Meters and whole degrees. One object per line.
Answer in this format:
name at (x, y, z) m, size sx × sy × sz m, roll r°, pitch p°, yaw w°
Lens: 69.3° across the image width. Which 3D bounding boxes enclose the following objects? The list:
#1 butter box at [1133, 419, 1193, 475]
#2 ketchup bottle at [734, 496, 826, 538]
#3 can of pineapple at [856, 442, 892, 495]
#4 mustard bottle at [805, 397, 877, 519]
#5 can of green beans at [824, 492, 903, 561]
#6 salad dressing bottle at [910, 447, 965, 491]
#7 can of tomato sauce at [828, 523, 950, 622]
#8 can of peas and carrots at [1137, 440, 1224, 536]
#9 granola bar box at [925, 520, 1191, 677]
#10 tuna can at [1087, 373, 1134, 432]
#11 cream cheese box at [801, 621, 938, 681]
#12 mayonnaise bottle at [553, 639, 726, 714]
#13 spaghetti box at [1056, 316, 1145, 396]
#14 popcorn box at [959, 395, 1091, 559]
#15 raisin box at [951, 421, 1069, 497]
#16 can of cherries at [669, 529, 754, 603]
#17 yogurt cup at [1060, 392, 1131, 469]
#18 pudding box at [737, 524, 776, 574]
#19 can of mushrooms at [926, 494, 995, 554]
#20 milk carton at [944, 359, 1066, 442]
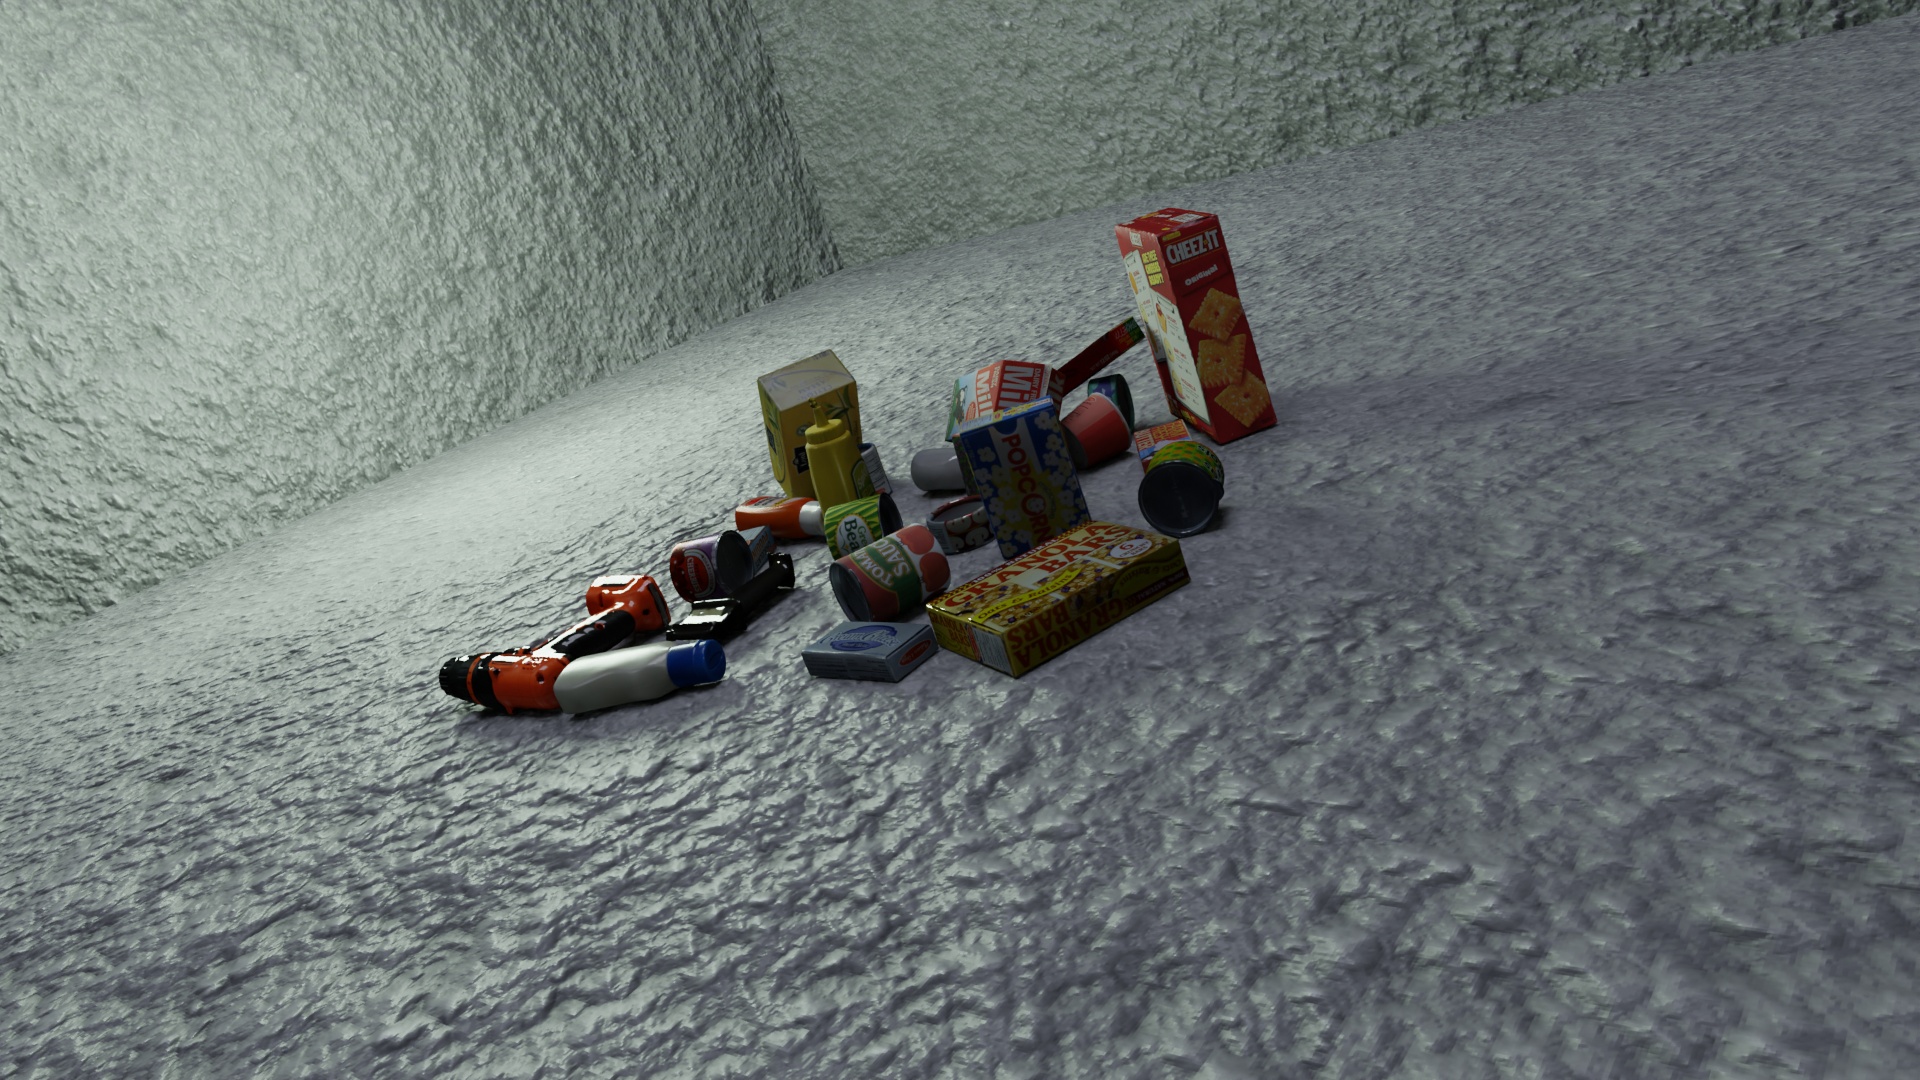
butter box at (0.198, -0.088, 1.342) m, size 0.053 × 0.024 × 0.104 m, roll -16°, pitch 18°, yaw 7°
ketchup bottle at (-0.182, -0.025, 1.514) m, size 0.065 × 0.043 × 0.148 m, roll -19°, pitch 15°, yaw -39°
can of pineapple at (-0.119, -0.072, 1.566) m, size 0.071 × 0.057 × 0.071 m, roll -18°, pitch 17°, yaw 6°
mustard bottle at (-0.122, -0.069, 1.392) m, size 0.049 × 0.159 × 0.065 m, roll -11°, pitch 20°, yaw 20°
can of green beans at (-0.091, -0.007, 1.332) m, size 0.058 × 0.071 × 0.071 m, roll -15°, pitch 18°, yaw 15°
salad dressing bottle at (0.014, -0.077, 1.472) m, size 0.147 × 0.044 × 0.064 m, roll 0°, pitch 20°, yaw 42°
can of tomato sauce at (-0.060, 0.029, 1.183) m, size 0.083 × 0.071 × 0.071 m, roll -27°, pitch 19°, yaw -25°
can of peas and carrots at (0.187, -0.045, 1.156) m, size 0.071 × 0.070 × 0.059 m, roll -13°, pitch 18°, yaw 20°
granola bar box at (0.073, 0.039, 1.067) m, size 0.166 × 0.039 × 0.124 m, roll -26°, pitch 19°, yaw -23°
tuna can at (0.161, -0.145, 1.479) m, size 0.033 × 0.071 × 0.071 m, roll -11°, pitch 19°, yaw 22°
cream cheese box at (-0.073, 0.087, 1.099) m, size 0.103 × 0.024 × 0.053 m, roll -2°, pitch 24°, yaw 44°
mayonnaise bottle at (-0.275, 0.115, 1.200) m, size 0.148 × 0.041 × 0.065 m, roll -11°, pitch 21°, yaw 21°
spaghetti box at (0.103, -0.168, 1.525) m, size 0.050 × 0.028 × 0.249 m, roll -36°, pitch 2°, yaw -43°
popcorn box at (0.058, -0.055, 1.219) m, size 0.085 × 0.126 × 0.038 m, roll -17°, pitch 21°, yaw 9°
raisin box at (0.054, -0.068, 1.330) m, size 0.040 × 0.086 × 0.123 m, roll -26°, pitch 18°, yaw -35°
can of cherries at (-0.250, 0.027, 1.388) m, size 0.058 × 0.071 × 0.072 m, roll -12°, pitch 19°, yaw 24°
yogurt cup at (0.133, -0.109, 1.410) m, size 0.054 × 0.072 × 0.072 m, roll -33°, pitch 20°, yaw -15°
pudding box at (-0.233, 0.016, 1.469) m, size 0.049 × 0.030 × 0.084 m, roll -13°, pitch 19°, yaw 17°
can of mushrooms at (0.005, -0.016, 1.314) m, size 0.071 × 0.033 × 0.071 m, roll -18°, pitch 17°, yaw 6°
milk carton at (0.051, -0.137, 1.431) m, size 0.073 × 0.072 × 0.190 m, roll 12°, pitch -5°, yaw -18°
